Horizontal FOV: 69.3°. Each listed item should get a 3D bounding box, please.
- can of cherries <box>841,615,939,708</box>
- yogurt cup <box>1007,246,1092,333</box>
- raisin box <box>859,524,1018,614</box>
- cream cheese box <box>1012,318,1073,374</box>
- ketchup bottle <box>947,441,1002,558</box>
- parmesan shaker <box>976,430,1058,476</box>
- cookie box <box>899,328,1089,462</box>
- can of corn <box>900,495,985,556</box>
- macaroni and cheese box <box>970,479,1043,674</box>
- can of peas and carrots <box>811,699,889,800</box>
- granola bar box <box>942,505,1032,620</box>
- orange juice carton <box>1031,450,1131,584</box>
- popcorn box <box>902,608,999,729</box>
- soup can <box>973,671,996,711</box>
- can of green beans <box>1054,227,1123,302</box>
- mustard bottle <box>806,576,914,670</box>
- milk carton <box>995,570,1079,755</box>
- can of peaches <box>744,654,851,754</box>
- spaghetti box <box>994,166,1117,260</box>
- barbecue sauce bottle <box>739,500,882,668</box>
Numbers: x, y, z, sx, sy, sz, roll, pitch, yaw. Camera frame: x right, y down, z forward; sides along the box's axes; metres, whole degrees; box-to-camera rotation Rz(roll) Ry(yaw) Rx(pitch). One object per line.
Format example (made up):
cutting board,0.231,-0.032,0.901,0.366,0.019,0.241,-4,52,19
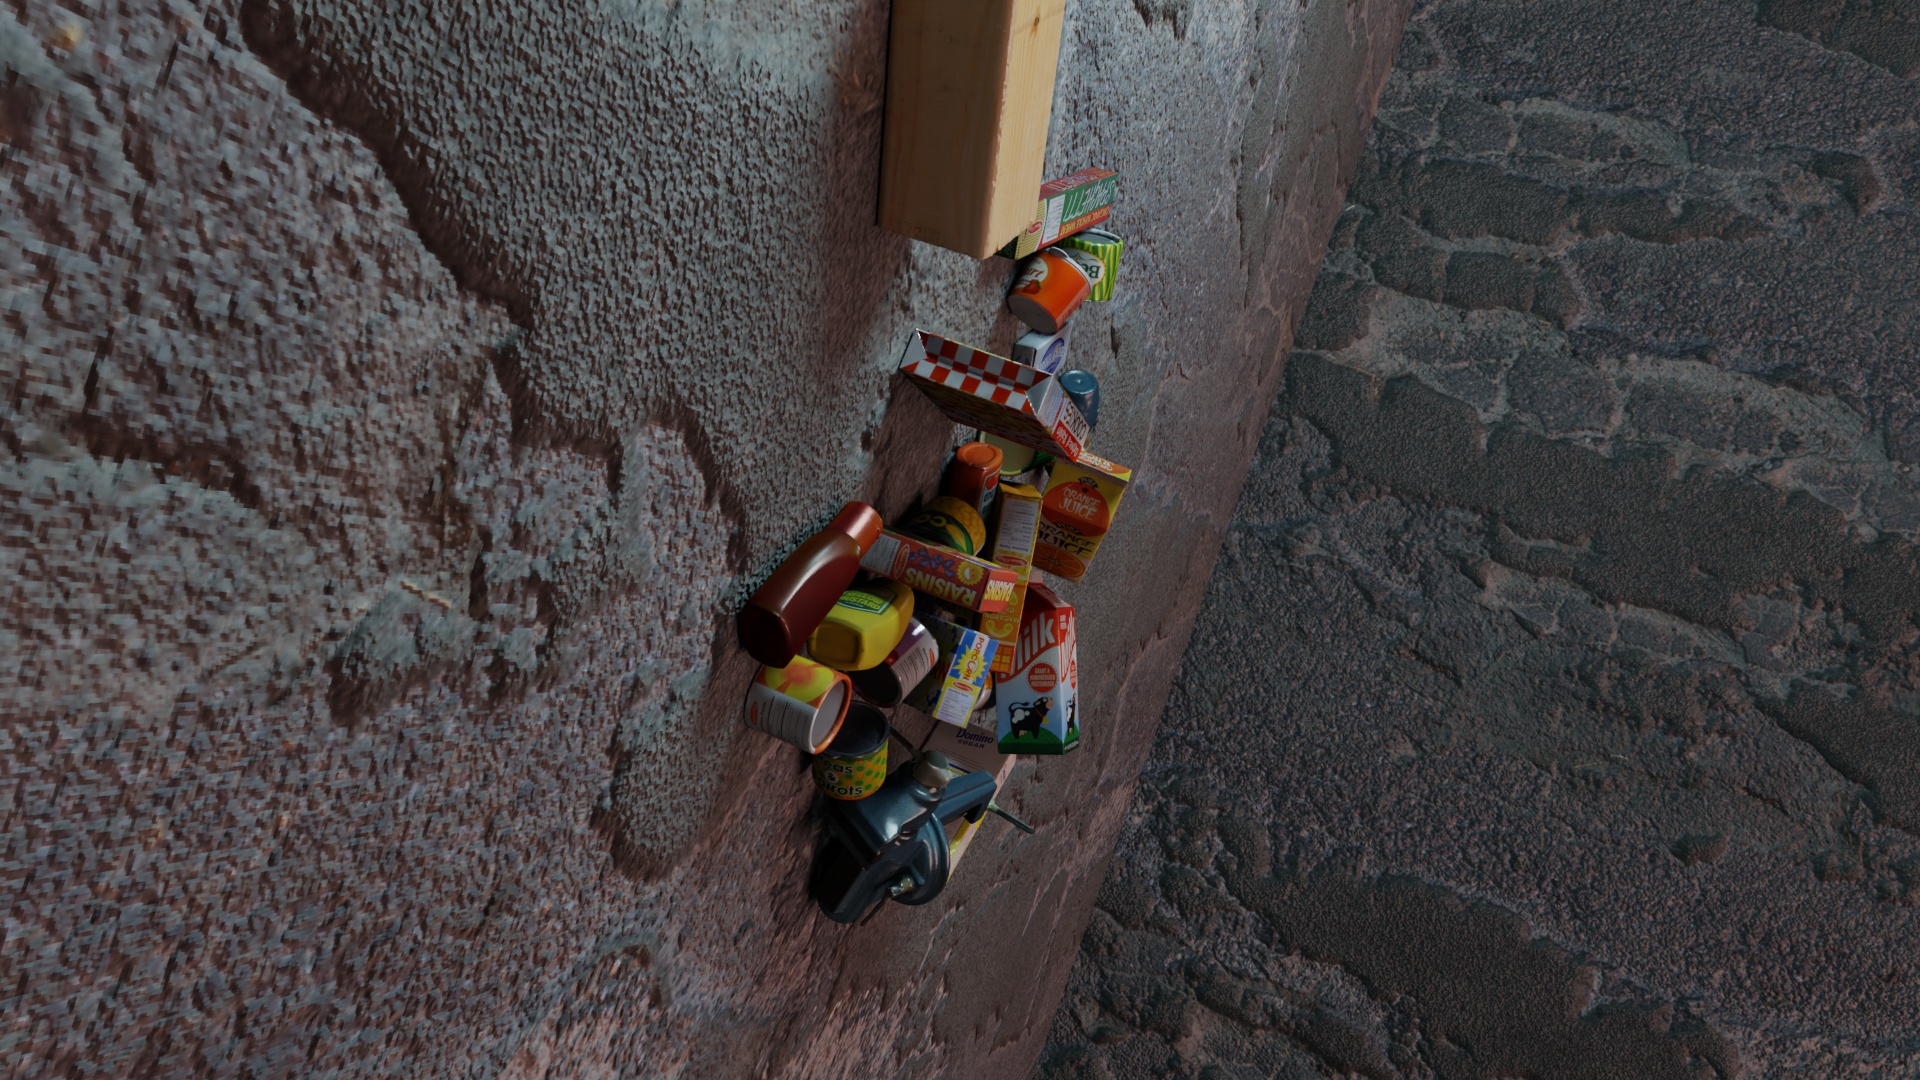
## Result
can of cherries,-0.064,0.103,1.211,0.059,0.071,0.071,-44,150,-42
yogurt cup,0.080,-0.230,1.289,0.054,0.072,0.072,-56,159,-15
raisin box,-0.023,0.023,1.151,0.040,0.123,0.086,-71,163,1
cream cheese box,0.081,-0.187,1.399,0.104,0.024,0.053,-44,148,-54
ketchup bottle,0.005,-0.017,1.324,0.065,0.043,0.148,-52,156,-60
parmesan shaker,0.067,-0.102,1.370,0.103,0.071,0.071,-27,134,-65
cookie box,0.033,-0.119,1.167,0.040,0.123,0.167,-68,162,-4
can of corn,-0.019,0.000,1.237,0.058,0.071,0.070,-51,154,-48
macaroni and cheese box,0.041,0.031,1.322,0.124,0.040,0.166,-98,-162,-83
can of peas and carrots,-0.097,0.183,1.198,0.071,0.071,0.058,-51,155,-46
granola bar box,0.040,0.016,1.468,0.166,0.039,0.124,-2,110,-71
orange juice carton,0.114,-0.032,1.376,0.192,0.072,0.073,106,7,-67
popcorn box,-0.023,0.115,1.271,0.126,0.038,0.085,14,-99,63
soup can,0.007,0.147,1.473,0.071,0.071,0.084,-71,161,2
can of green beans,0.122,-0.271,1.361,0.071,0.071,0.057,-39,144,-58
mustard bottle,-0.073,0.061,1.151,0.161,0.065,0.048,-41,142,-68
milk carton,0.080,0.127,1.464,0.072,0.073,0.190,8,80,-72
can of peaches,-0.123,0.123,1.071,0.071,0.058,0.070,-55,157,-38
spaghetti box,0.091,-0.307,1.291,0.251,0.029,0.050,-40,145,-58
barbecue sauce bottle,-0.108,0.027,1.038,0.149,0.044,0.064,-53,156,-43
